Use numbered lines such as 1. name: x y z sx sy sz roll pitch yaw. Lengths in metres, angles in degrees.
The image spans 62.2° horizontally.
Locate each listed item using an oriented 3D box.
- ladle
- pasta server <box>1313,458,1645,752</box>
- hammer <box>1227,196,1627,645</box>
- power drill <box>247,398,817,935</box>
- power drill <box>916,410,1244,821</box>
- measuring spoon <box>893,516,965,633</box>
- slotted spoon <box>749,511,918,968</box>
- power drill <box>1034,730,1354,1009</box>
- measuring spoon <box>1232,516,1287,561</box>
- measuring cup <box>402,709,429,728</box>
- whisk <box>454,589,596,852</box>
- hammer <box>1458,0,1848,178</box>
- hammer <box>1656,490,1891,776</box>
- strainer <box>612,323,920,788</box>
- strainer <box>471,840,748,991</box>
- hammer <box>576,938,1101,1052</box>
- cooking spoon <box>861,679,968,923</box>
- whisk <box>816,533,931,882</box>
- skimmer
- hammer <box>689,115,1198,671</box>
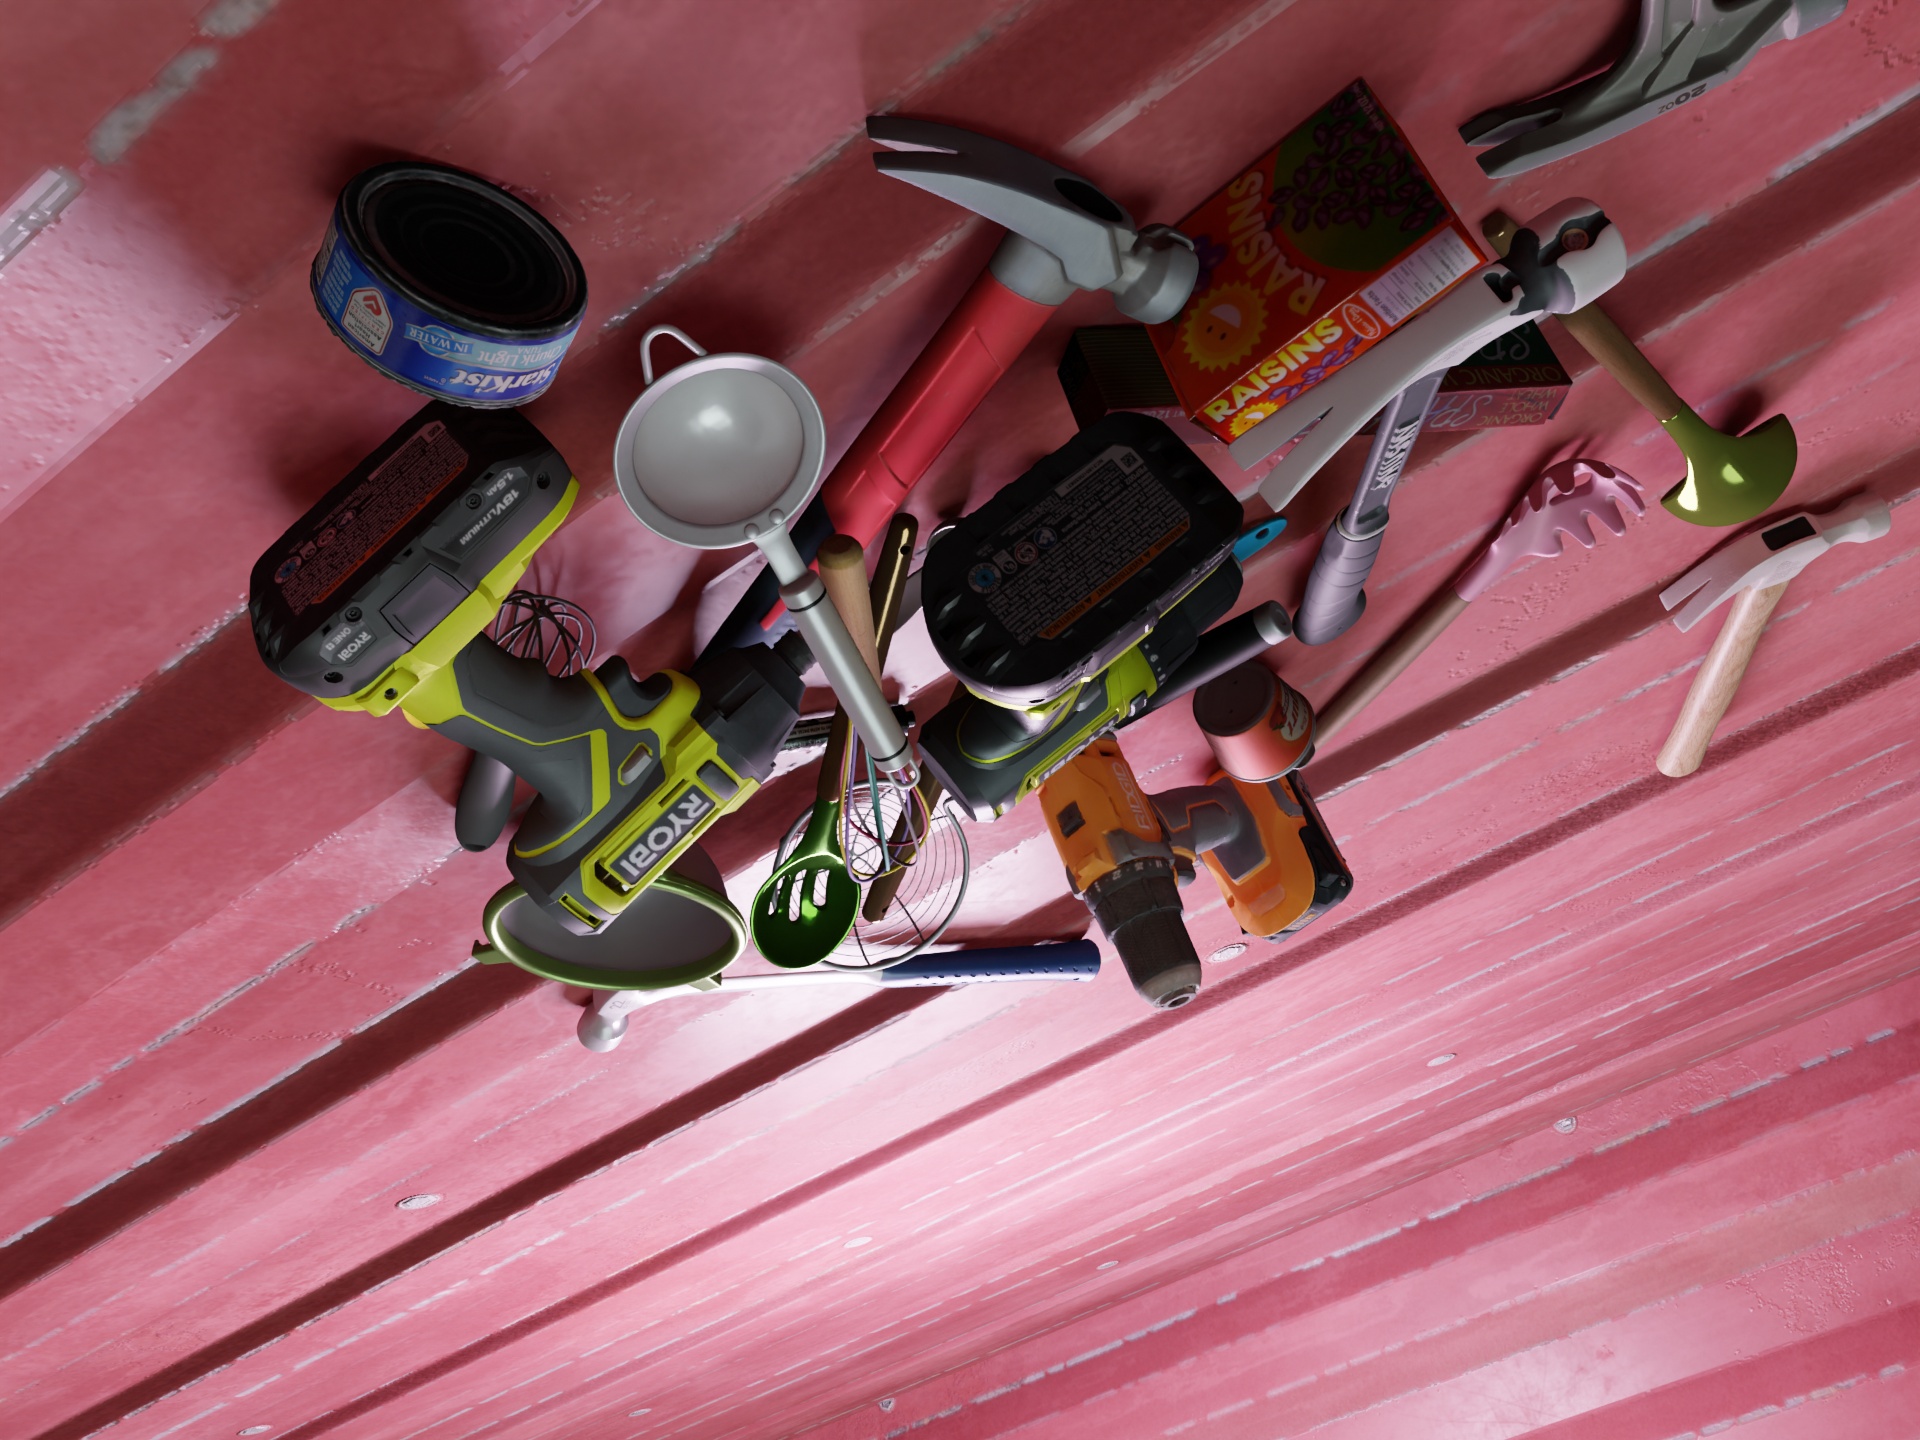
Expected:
1. ladle: 0.346 -0.180 0.816 0.319 0.062 0.078 24 127 -40
2. pasta server: 0.296 -0.057 0.982 0.060 0.040 0.316 11 142 -21
3. hammer: 0.187 -0.096 0.745 0.149 0.036 0.408 -33 167 0
4. power drill: -0.169 -0.023 0.681 0.171 0.080 0.223 -45 136 -5
5. power drill: 0.063 -0.048 0.742 0.190 0.080 0.228 -38 166 -8
6. measuring spoon: -0.026 -0.068 0.817 0.034 0.018 0.124 32 134 -23
7. slotted spoon: -0.063 0.020 0.863 0.070 0.031 0.313 -6 133 -27
8. power drill: 0.154 0.095 1.013 0.226 0.186 0.084 9 139 -43
9. measuring spoon: 0.119 -0.082 0.873 0.128 0.021 0.042 -31 148 4
10. measuring cup: -0.255 -0.036 0.745 0.062 0.029 0.156 -6 160 -17
11. whisk: -0.229 0.009 0.806 0.055 0.055 0.239 -1 150 -26
12. hammer: 0.225 -0.330 0.499 0.149 0.037 0.358 -23 150 8
13. hammer: 0.550 -0.042 1.147 0.130 0.031 0.331 -19 150 1
14. strainer: -0.073 -0.062 0.678 0.087 0.050 0.258 -29 125 -2
15. strainer: -0.182 0.070 0.895 0.151 0.069 0.256 10 143 -18
16. hammer: -0.070 0.188 1.189 0.405 0.035 0.144 1 145 -29
17. cooking spoon: -0.001 -0.003 0.856 0.069 0.017 0.318 -26 147 -47
18. whisk: -0.045 0.001 0.791 0.047 0.051 0.244 -1 139 3
19. skimmer: 0.036 0.042 0.914 0.363 0.090 0.127 -30 121 36
20. hammer: -0.066 -0.096 0.719 0.143 0.038 0.386 13 140 -31
